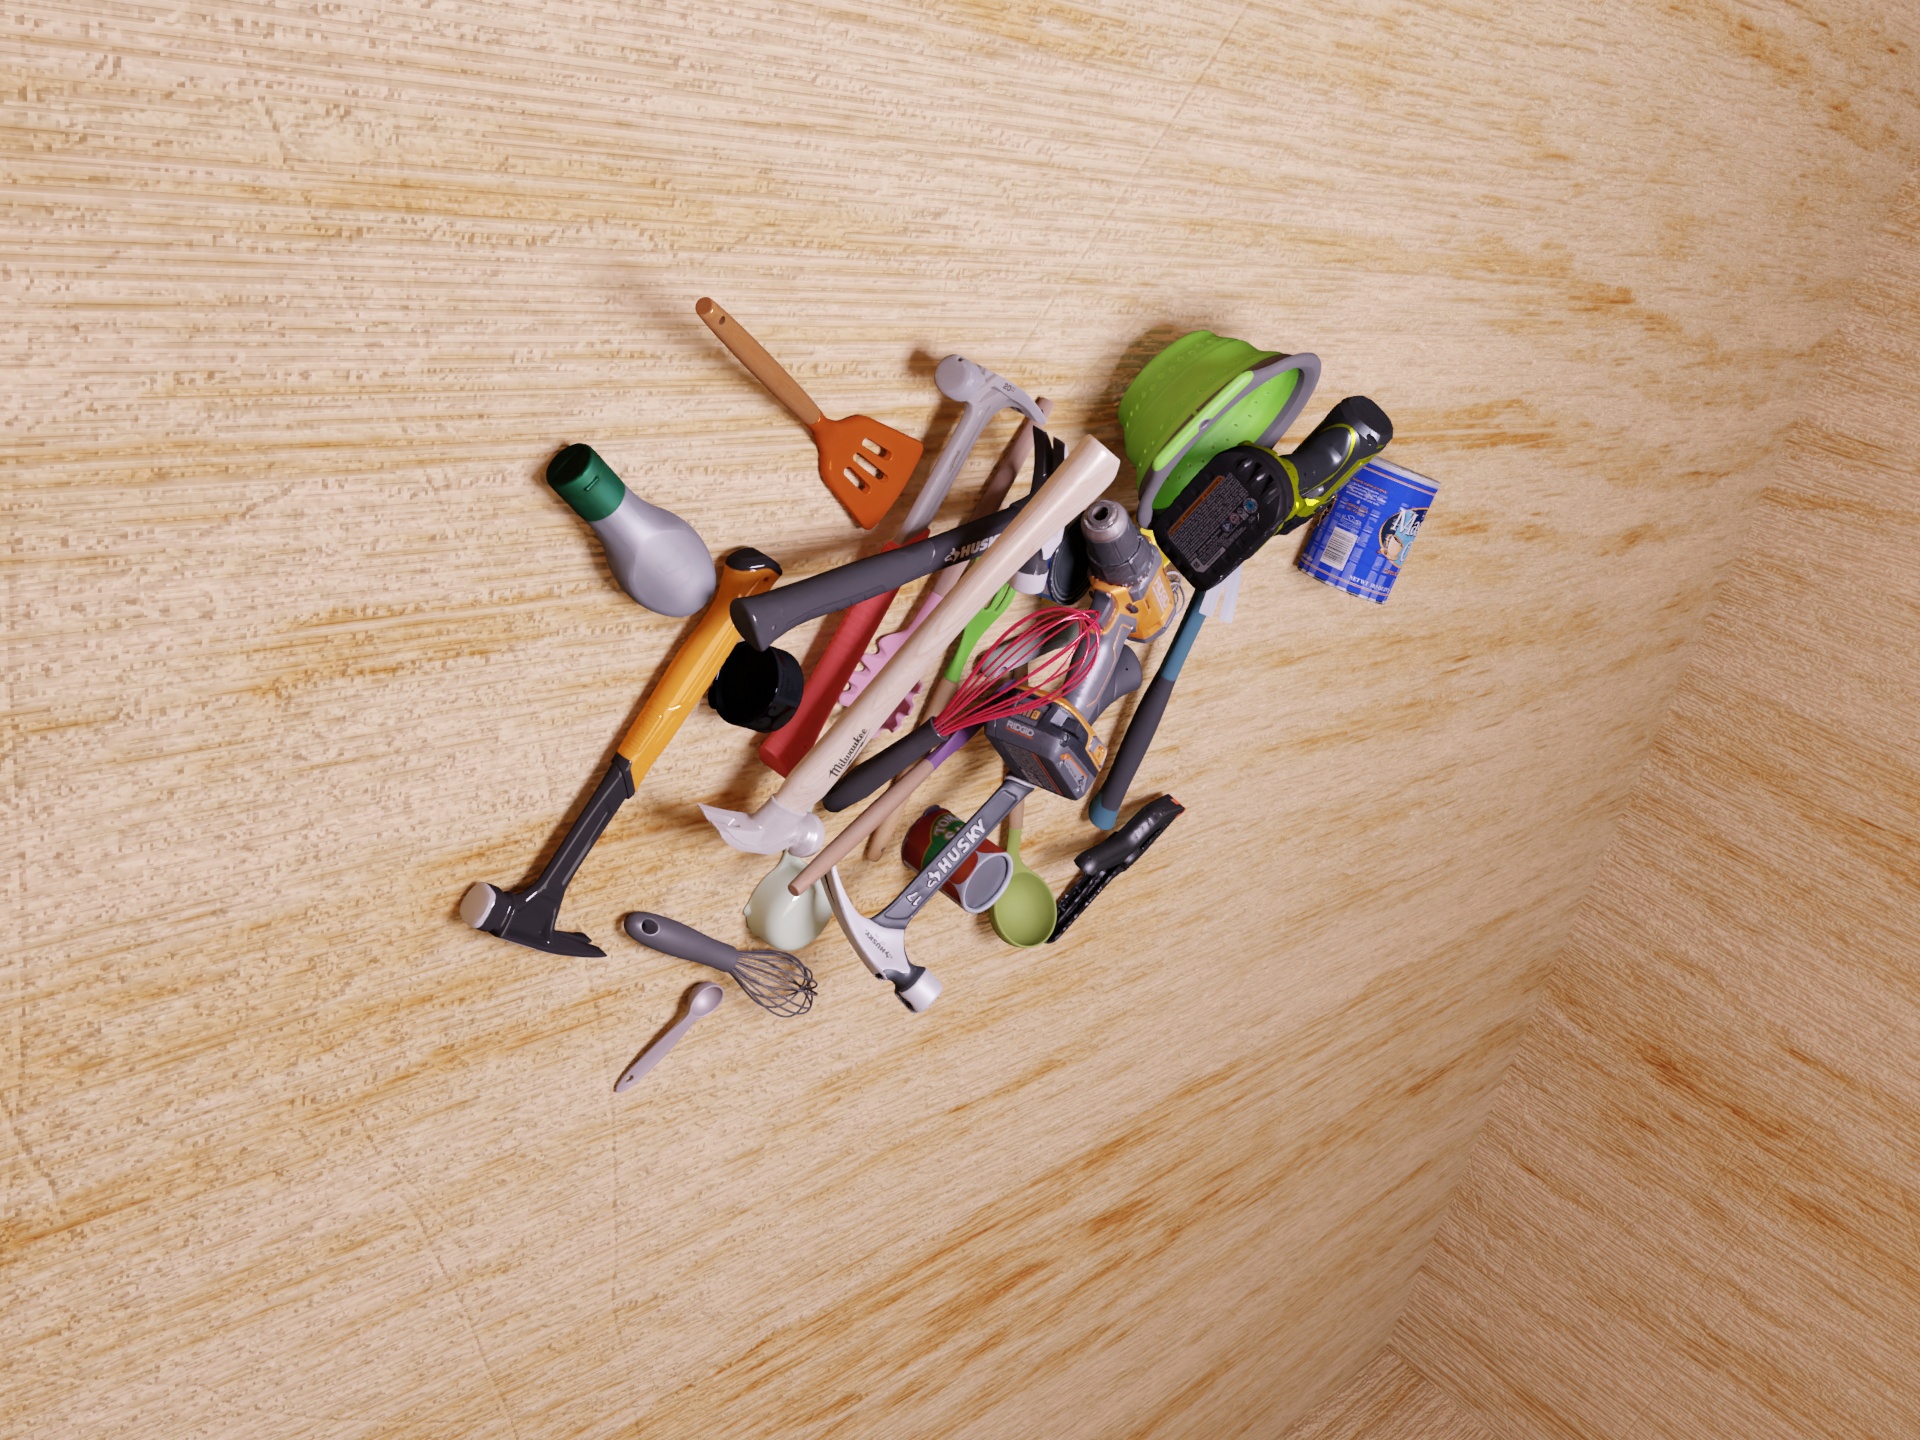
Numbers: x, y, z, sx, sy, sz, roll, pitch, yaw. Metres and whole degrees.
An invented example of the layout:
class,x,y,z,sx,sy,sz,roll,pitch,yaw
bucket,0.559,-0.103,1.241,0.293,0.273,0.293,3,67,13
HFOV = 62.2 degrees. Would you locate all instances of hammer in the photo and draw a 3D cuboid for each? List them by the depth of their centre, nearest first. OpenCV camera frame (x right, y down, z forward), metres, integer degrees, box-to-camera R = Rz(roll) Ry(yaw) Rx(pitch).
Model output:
class,x,y,z,sx,sy,sz,roll,pitch,yaw
hammer,-0.229,0.023,1.172,0.337,0.034,0.127,-57,143,0
hammer,-0.036,-0.123,1.194,0.335,0.035,0.146,-25,140,-41
hammer,-0.033,-0.055,1.206,0.410,0.038,0.146,-48,156,9
hammer,-0.055,-0.111,1.259,0.359,0.037,0.149,-60,156,9
hammer,0.037,0.065,1.424,0.149,0.036,0.409,48,60,-8
hammer,0.201,-0.035,1.581,0.033,0.128,0.331,18,116,-9

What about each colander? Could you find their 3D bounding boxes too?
class,x,y,z,sx,sy,sz,roll,pitch,yaw
colander,0.233,-0.266,1.448,0.204,0.094,0.397,-44,165,15

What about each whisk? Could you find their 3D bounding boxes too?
class,x,y,z,sx,sy,sz,roll,pitch,yaw
whisk,-0.002,-0.004,1.301,0.296,0.073,0.073,-35,150,22
whisk,-0.198,0.203,1.334,0.055,0.055,0.238,-56,139,-1
whisk,0.115,-0.089,1.473,0.246,0.059,0.057,-25,161,-30

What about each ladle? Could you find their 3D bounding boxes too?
class,x,y,z,sx,sy,sz,roll,pitch,yaw
ladle,0.062,0.085,1.533,0.078,0.062,0.320,-28,132,-37

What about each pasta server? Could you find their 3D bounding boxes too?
class,x,y,z,sx,sy,sz,roll,pitch,yaw
pasta server,-0.005,-0.128,1.312,0.316,0.060,0.040,-60,178,1

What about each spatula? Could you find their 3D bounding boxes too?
class,x,y,z,sx,sy,sz,roll,pitch,yaw
spatula,-0.104,-0.215,1.092,0.081,0.041,0.322,-57,162,0
spatula,-0.043,0.051,1.360,0.316,0.018,0.059,-43,166,-39

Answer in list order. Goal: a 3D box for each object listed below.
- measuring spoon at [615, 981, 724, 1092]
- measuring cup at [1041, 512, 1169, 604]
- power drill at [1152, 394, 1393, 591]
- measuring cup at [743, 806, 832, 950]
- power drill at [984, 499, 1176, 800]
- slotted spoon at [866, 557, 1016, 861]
class,x,y,z,sx,sy,sz,roll,pitch,yaw
measuring spoon,-0.251,0.266,1.349,0.124,0.018,0.034,-46,144,-4
measuring cup,0.134,-0.148,1.473,0.156,0.029,0.062,-28,127,-18
power drill,0.275,-0.198,1.416,0.223,0.080,0.171,-28,165,-46
measuring cup,-0.133,0.124,1.351,0.083,0.038,0.167,-13,127,-43
power drill,0.106,-0.065,1.362,0.226,0.084,0.185,-61,153,-14
slotted spoon,-0.017,-0.013,1.394,0.070,0.031,0.313,1,117,-57
